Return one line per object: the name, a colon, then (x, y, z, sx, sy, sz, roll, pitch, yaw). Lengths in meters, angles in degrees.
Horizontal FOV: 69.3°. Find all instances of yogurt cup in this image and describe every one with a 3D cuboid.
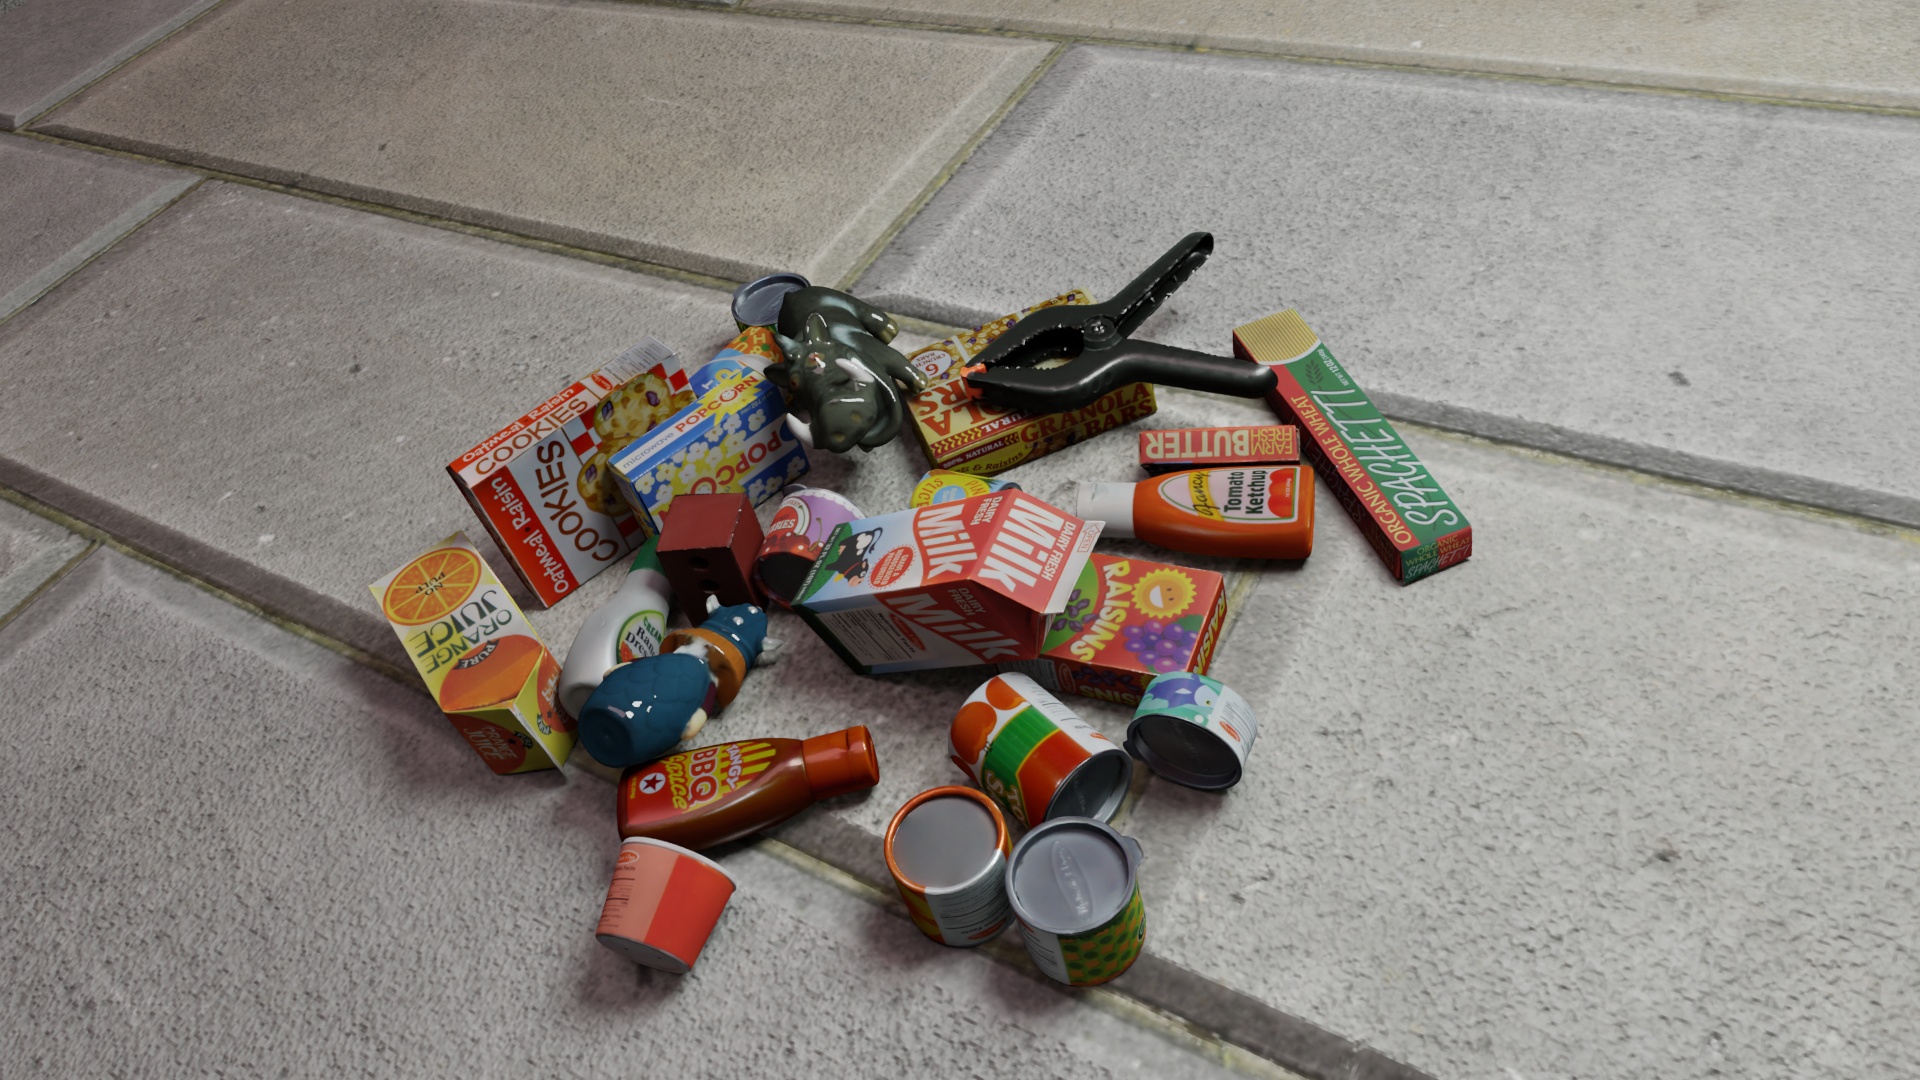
yogurt cup: (-0.163, 0.200, 0.757, 0.072, 0.072, 0.054, 6, 57, 21)

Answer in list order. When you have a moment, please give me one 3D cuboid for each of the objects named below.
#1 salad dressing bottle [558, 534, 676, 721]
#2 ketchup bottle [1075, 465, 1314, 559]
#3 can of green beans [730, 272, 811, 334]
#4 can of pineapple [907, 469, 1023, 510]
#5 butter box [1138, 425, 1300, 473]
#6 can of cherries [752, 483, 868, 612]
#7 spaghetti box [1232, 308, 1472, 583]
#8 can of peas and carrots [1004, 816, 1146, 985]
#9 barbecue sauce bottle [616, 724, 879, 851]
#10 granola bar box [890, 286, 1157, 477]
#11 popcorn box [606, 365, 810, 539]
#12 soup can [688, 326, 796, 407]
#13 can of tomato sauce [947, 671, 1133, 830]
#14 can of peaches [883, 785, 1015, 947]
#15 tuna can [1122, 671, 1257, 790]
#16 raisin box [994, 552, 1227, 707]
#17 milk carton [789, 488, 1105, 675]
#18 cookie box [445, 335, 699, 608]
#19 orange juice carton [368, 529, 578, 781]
salad dressing bottle: (-0.216, 0.055, 0.915, 0.044, 0.064, 0.148, -5, 39, 15)
ketchup bottle: (0.150, -0.019, 0.892, 0.149, 0.043, 0.065, 1, 46, 17)
can of green beans: (-0.143, -0.171, 1.112, 0.071, 0.057, 0.071, -8, 46, 8)
can of pineapple: (0.003, -0.011, 0.908, 0.058, 0.070, 0.071, 11, 51, 26)
butter box: (0.172, -0.060, 0.918, 0.103, 0.053, 0.024, -1, 86, 15)
can of cherries: (-0.100, 0.006, 0.920, 0.071, 0.071, 0.059, 3, 49, 19)
spaghetti box: (0.254, -0.071, 0.923, 0.050, 0.028, 0.251, -20, 45, -2)
can of peas and carrots: (0.062, 0.184, 0.711, 0.071, 0.058, 0.071, -8, 46, 8)
barbecue sauce bottle: (-0.123, 0.143, 0.813, 0.148, 0.043, 0.065, -14, 36, 2)
granola bar box: (0.042, -0.113, 1.017, 0.166, 0.039, 0.125, -22, 45, -5)
popcorn box: (-0.178, -0.054, 0.989, 0.127, 0.084, 0.038, -38, 47, -20)
soup can: (-0.166, -0.113, 1.055, 0.071, 0.071, 0.084, 23, 57, 33)
can of tomato sauce: (0.042, 0.123, 0.771, 0.071, 0.071, 0.083, -37, 48, -19)
can of peaches: (-0.004, 0.172, 0.742, 0.071, 0.057, 0.071, -8, 46, 8)
tuna can: (0.126, 0.105, 0.765, 0.071, 0.070, 0.033, 12, 51, 26)
raisin box: (0.091, 0.053, 0.843, 0.123, 0.040, 0.086, 9, 50, 24)
milk carton: (-0.002, 0.026, 0.823, 0.190, 0.073, 0.073, -9, 41, 42)
cookie box: (-0.256, -0.048, 0.979, 0.168, 0.122, 0.040, -38, 48, -20)
orange juice carton: (-0.308, 0.081, 0.906, 0.073, 0.071, 0.193, -35, 47, -17)
